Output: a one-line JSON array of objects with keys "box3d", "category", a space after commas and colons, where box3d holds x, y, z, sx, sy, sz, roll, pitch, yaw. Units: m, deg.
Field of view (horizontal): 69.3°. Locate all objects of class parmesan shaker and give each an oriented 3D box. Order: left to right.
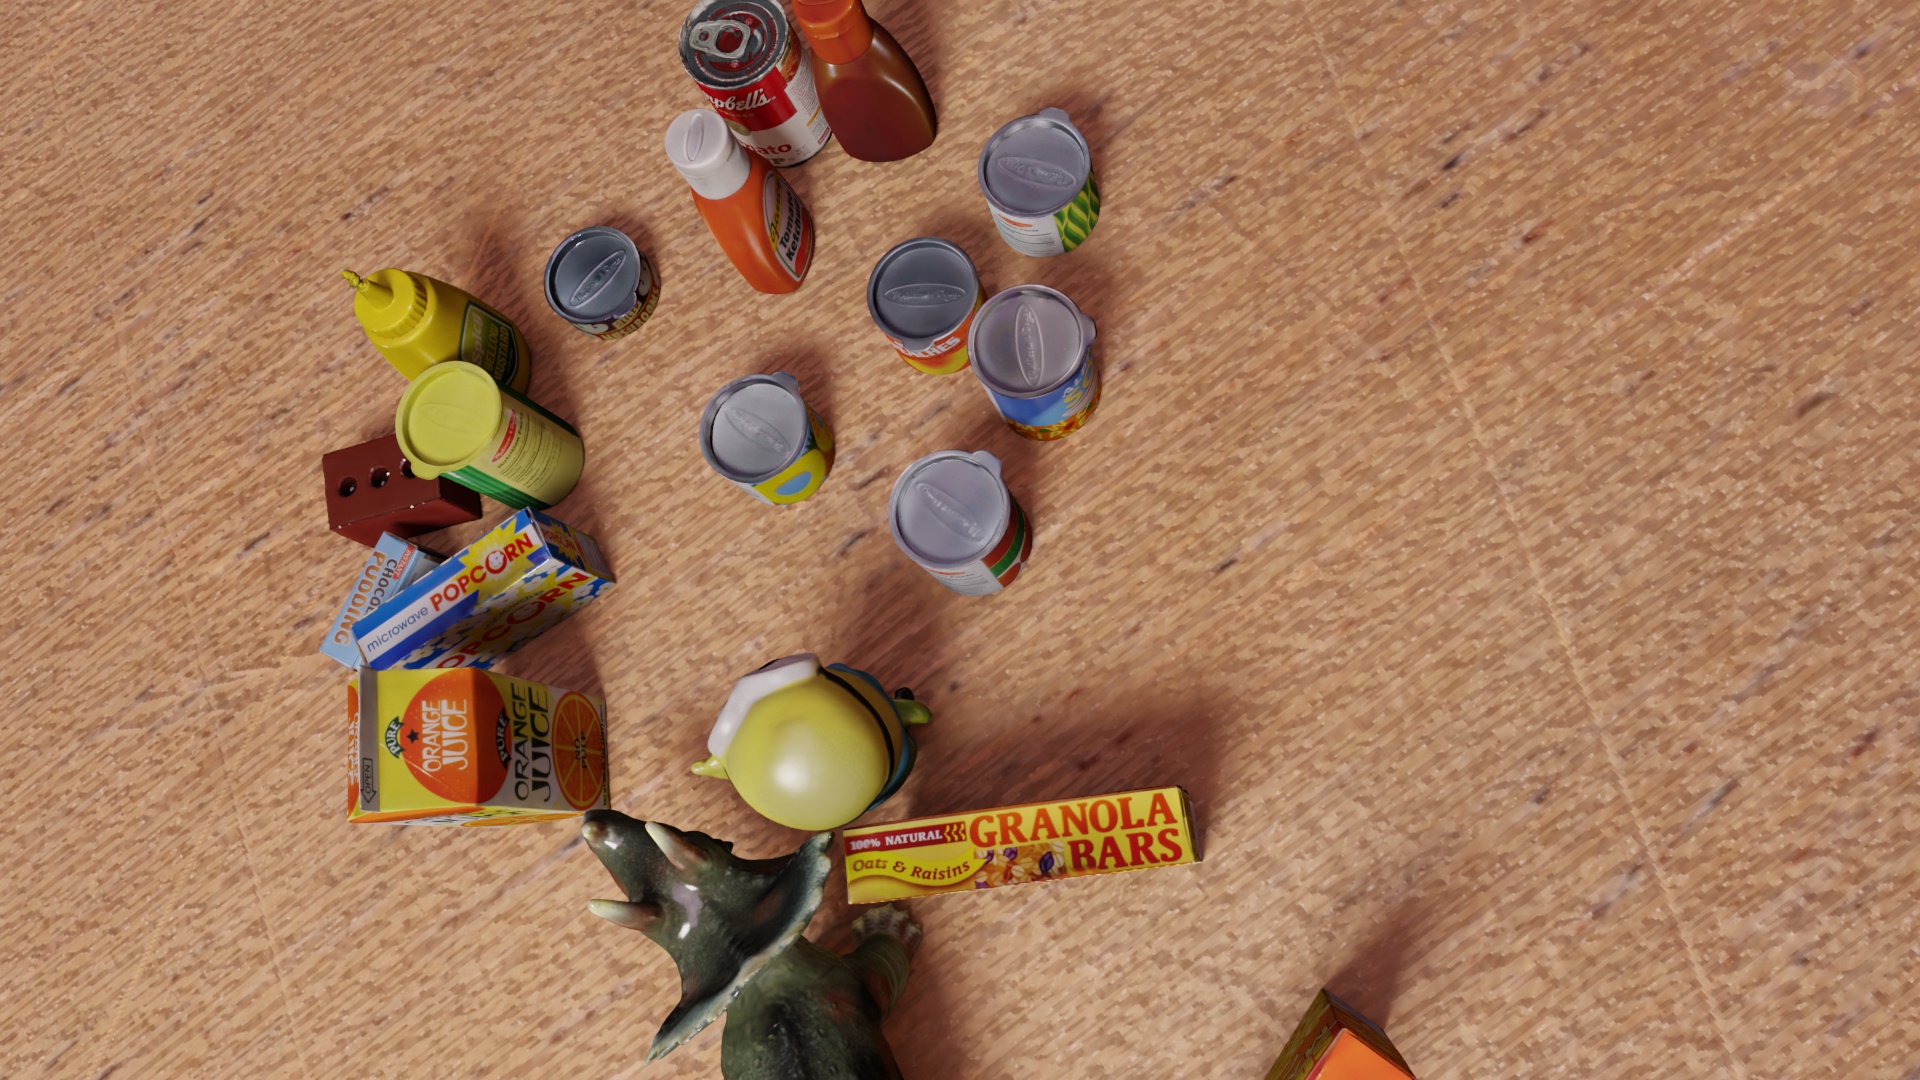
[{"box3d": [-0.282, -0.057, 0.836, 0.071, 0.103, 0.071, -3, 77, 11], "category": "parmesan shaker"}]

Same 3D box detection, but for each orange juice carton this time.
[{"box3d": [-0.264, 0.113, 0.745, 0.073, 0.192, 0.072, -9, 76, 10], "category": "orange juice carton"}]

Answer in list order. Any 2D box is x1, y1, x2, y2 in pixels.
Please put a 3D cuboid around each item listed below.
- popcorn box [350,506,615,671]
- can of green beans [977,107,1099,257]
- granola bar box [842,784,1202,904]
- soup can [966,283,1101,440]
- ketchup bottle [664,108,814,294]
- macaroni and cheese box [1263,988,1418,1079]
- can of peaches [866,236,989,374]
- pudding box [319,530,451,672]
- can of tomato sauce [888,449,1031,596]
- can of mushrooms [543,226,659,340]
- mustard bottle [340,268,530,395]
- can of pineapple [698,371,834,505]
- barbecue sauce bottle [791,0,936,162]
[{"box3d": [-0.280, 0.038, 0.823, 0.127, 0.085, 0.038, -34, 73, 3], "category": "popcorn box"}, {"box3d": [0.048, -0.210, 0.828, 0.071, 0.057, 0.071, -3, 77, 11], "category": "can of green beans"}, {"box3d": [0.036, 0.155, 0.708, 0.165, 0.124, 0.039, -10, 76, 10], "category": "granola bar box"}, {"box3d": [0.046, -0.099, 0.788, 0.071, 0.083, 0.071, -3, 77, 11], "category": "soup can"}, {"box3d": [-0.128, -0.200, 0.815, 0.043, 0.148, 0.065, 3, 78, 13], "category": "ketchup bottle"}, {"box3d": [0.152, 0.275, 0.634, 0.040, 0.166, 0.124, 32, 85, 17], "category": "macaroni and cheese box"}, {"box3d": [-0.017, -0.135, 0.824, 0.071, 0.058, 0.071, -3, 77, 11], "category": "can of peaches"}, {"box3d": [-0.350, 0.041, 0.855, 0.030, 0.049, 0.084, 23, 83, 16], "category": "pudding box"}, {"box3d": [0.003, -0.010, 0.776, 0.071, 0.083, 0.071, -3, 77, 11], "category": "can of tomato sauce"}, {"box3d": [-0.227, -0.162, 0.886, 0.071, 0.033, 0.071, -3, 76, 11], "category": "can of mushrooms"}, {"box3d": [-0.315, -0.124, 0.829, 0.049, 0.160, 0.065, 0, 77, 12], "category": "mustard bottle"}, {"box3d": [-0.112, -0.060, 0.825, 0.071, 0.058, 0.071, -3, 77, 11], "category": "can of pineapple"}, {"box3d": [-0.059, -0.277, 0.819, 0.065, 0.148, 0.044, -5, 76, 11], "category": "barbecue sauce bottle"}]
